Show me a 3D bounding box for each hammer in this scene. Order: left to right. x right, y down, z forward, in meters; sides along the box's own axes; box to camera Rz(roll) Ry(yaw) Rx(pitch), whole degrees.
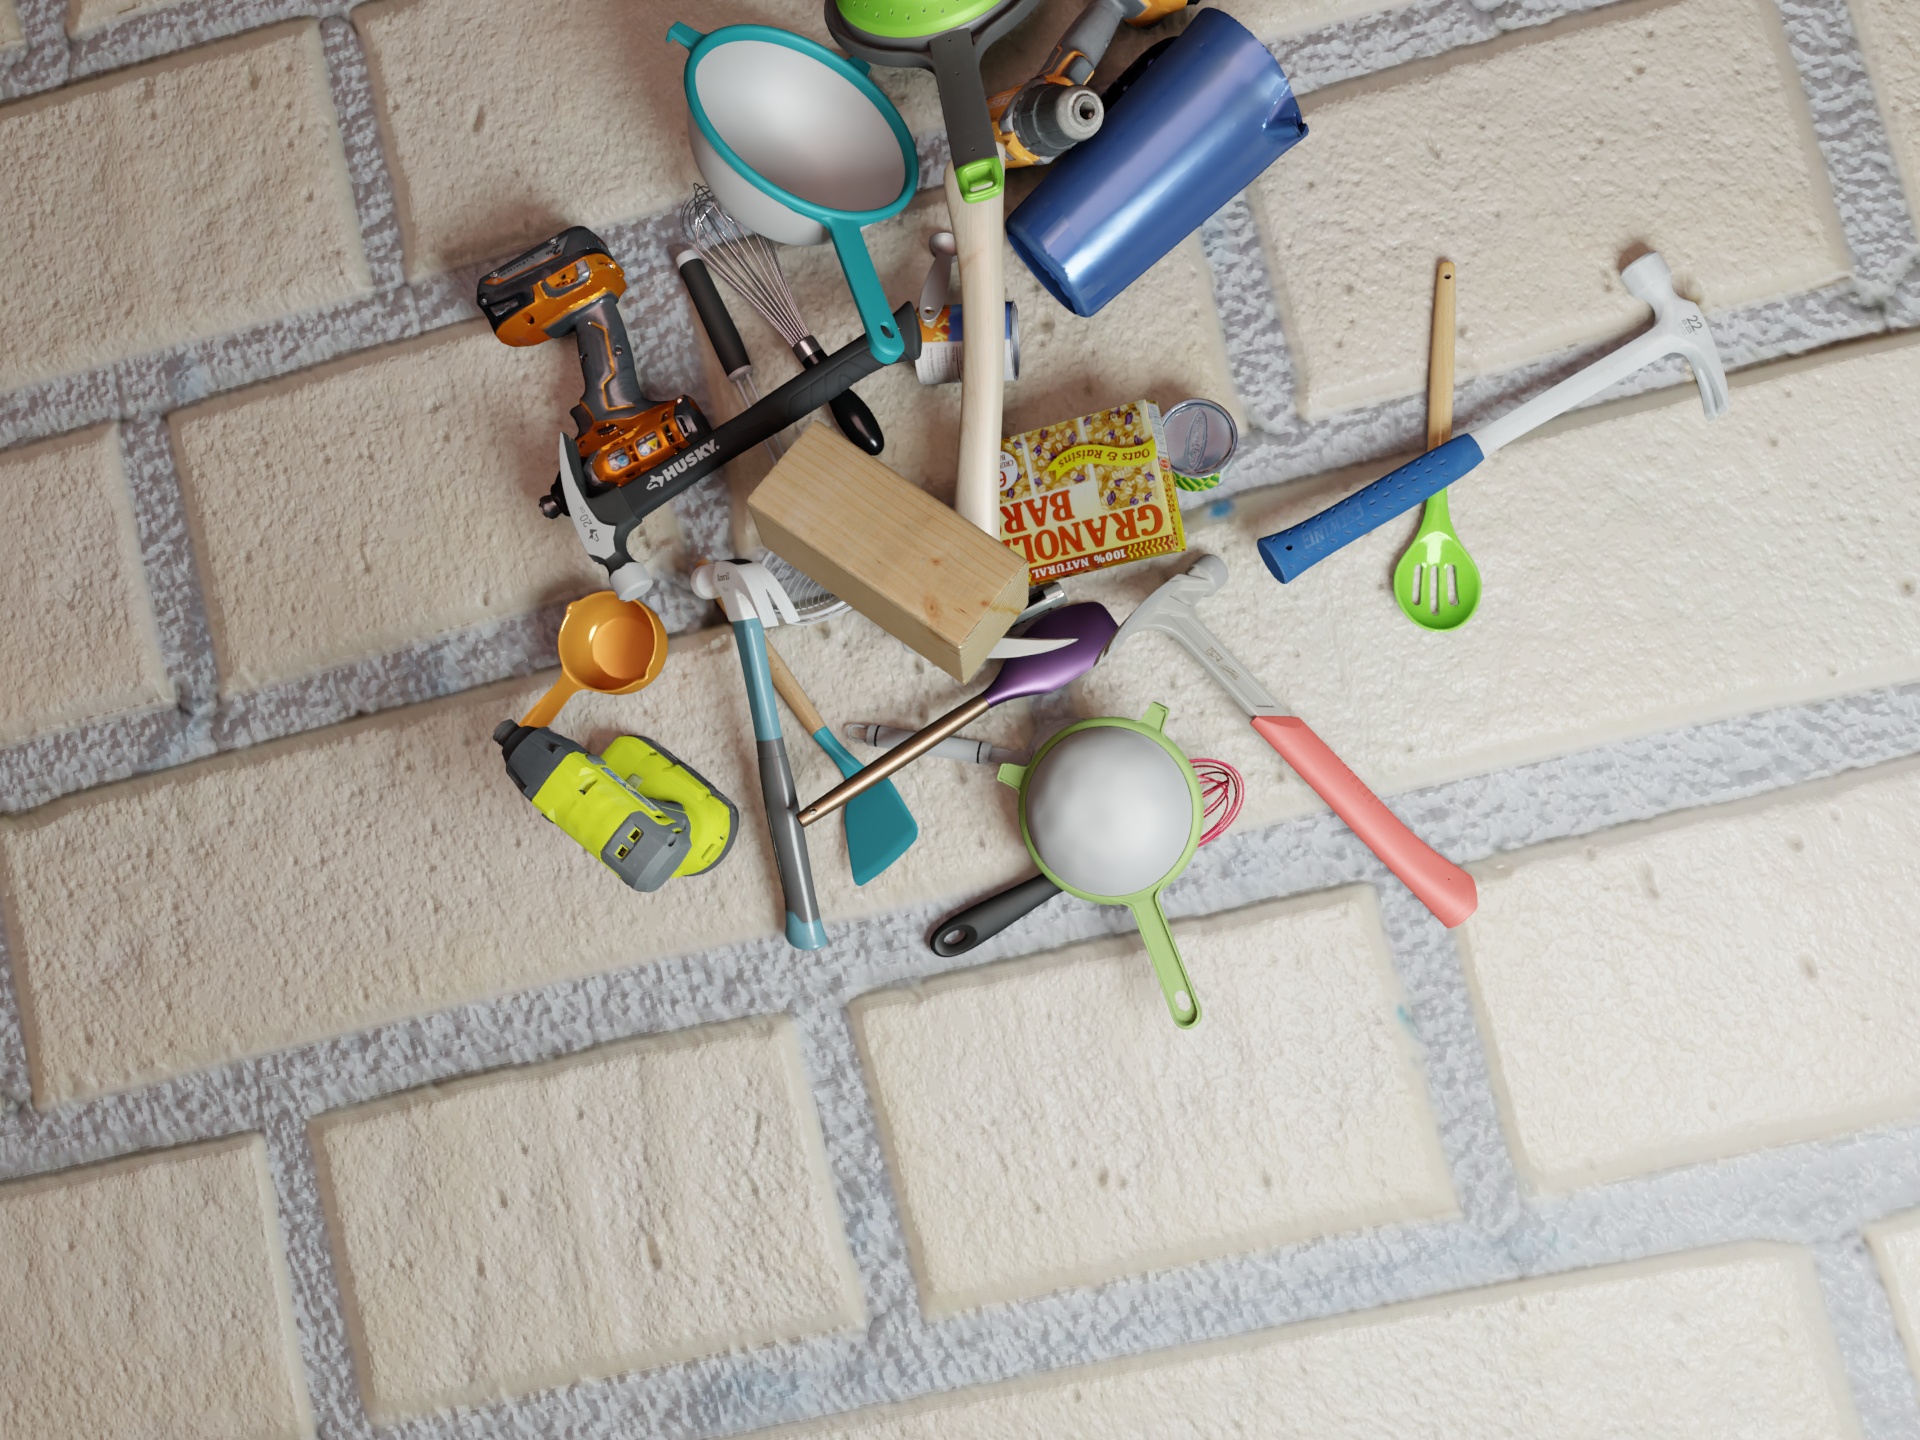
[{"bbox_3d":[-0.177,-0.246,1.313,0.335,0.035,0.146,-32,83,3],"label":"hammer"},{"bbox_3d":[-0.157,0.028,1.325,0.033,0.128,0.331,-14,97,-33],"label":"hammer"},{"bbox_3d":[0.026,-0.256,1.289,0.146,0.038,0.410,3,97,22],"label":"hammer"},{"bbox_3d":[0.273,0.032,1.280,0.359,0.036,0.149,47,61,4],"label":"hammer"},{"bbox_3d":[0.426,-0.221,1.279,0.405,0.035,0.144,-30,83,-3],"label":"hammer"}]

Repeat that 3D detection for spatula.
[{"bbox_3d":[-0.140,-0.011,1.355,0.082,0.044,0.317,-41,79,29],"label":"spatula"},{"bbox_3d":[-0.002,-0.004,1.317,0.316,0.018,0.060,-34,82,-11],"label":"spatula"}]

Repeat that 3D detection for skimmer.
[{"bbox_3d":[-0.170,-0.250,1.353,0.127,0.090,0.363,-26,83,7],"label":"skimmer"}]

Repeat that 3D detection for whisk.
[{"bbox_3d":[-0.151,-0.347,1.375,0.070,0.070,0.284,-35,87,4],"label":"whisk"},{"bbox_3d":[0.101,0.118,1.309,0.296,0.073,0.073,-31,83,11],"label":"whisk"}]

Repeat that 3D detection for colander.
[{"bbox_3d":[-0.018,-0.580,1.277,0.204,0.094,0.398,-15,59,9],"label":"colander"}]

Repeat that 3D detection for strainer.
[{"bbox_3d":[-0.126,-0.418,1.322,0.211,0.095,0.341,-6,67,-36],"label":"strainer"},{"bbox_3d":[0.028,0.030,1.334,0.258,0.050,0.087,9,90,11],"label":"strainer"},{"bbox_3d":[0.128,0.122,1.236,0.151,0.069,0.256,-23,84,18],"label":"strainer"}]

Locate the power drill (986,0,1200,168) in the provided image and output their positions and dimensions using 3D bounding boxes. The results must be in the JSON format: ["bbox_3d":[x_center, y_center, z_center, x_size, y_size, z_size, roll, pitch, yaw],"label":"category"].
[{"bbox_3d":[0.111,-0.551,1.297,0.084,0.185,0.226,37,89,-25],"label":"power drill"}]

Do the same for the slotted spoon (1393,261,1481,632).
[{"bbox_3d":[0.397,-0.225,1.311,0.070,0.031,0.314,3,84,7],"label":"slotted spoon"}]

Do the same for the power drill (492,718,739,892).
[{"bbox_3d":[-0.272,0.063,1.275,0.171,0.223,0.080,38,91,8],"label":"power drill"}]

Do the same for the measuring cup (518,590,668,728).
[{"bbox_3d":[-0.325,-0.034,1.377,0.095,0.052,0.173,43,94,8],"label":"measuring cup"}]

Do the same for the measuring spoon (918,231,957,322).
[{"bbox_3d":[-0.019,-0.372,1.350,0.034,0.018,0.124,15,52,-3],"label":"measuring spoon"}]

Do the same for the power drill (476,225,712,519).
[{"bbox_3d":[-0.329,-0.292,1.384,0.164,0.084,0.226,-28,87,5],"label":"power drill"}]
